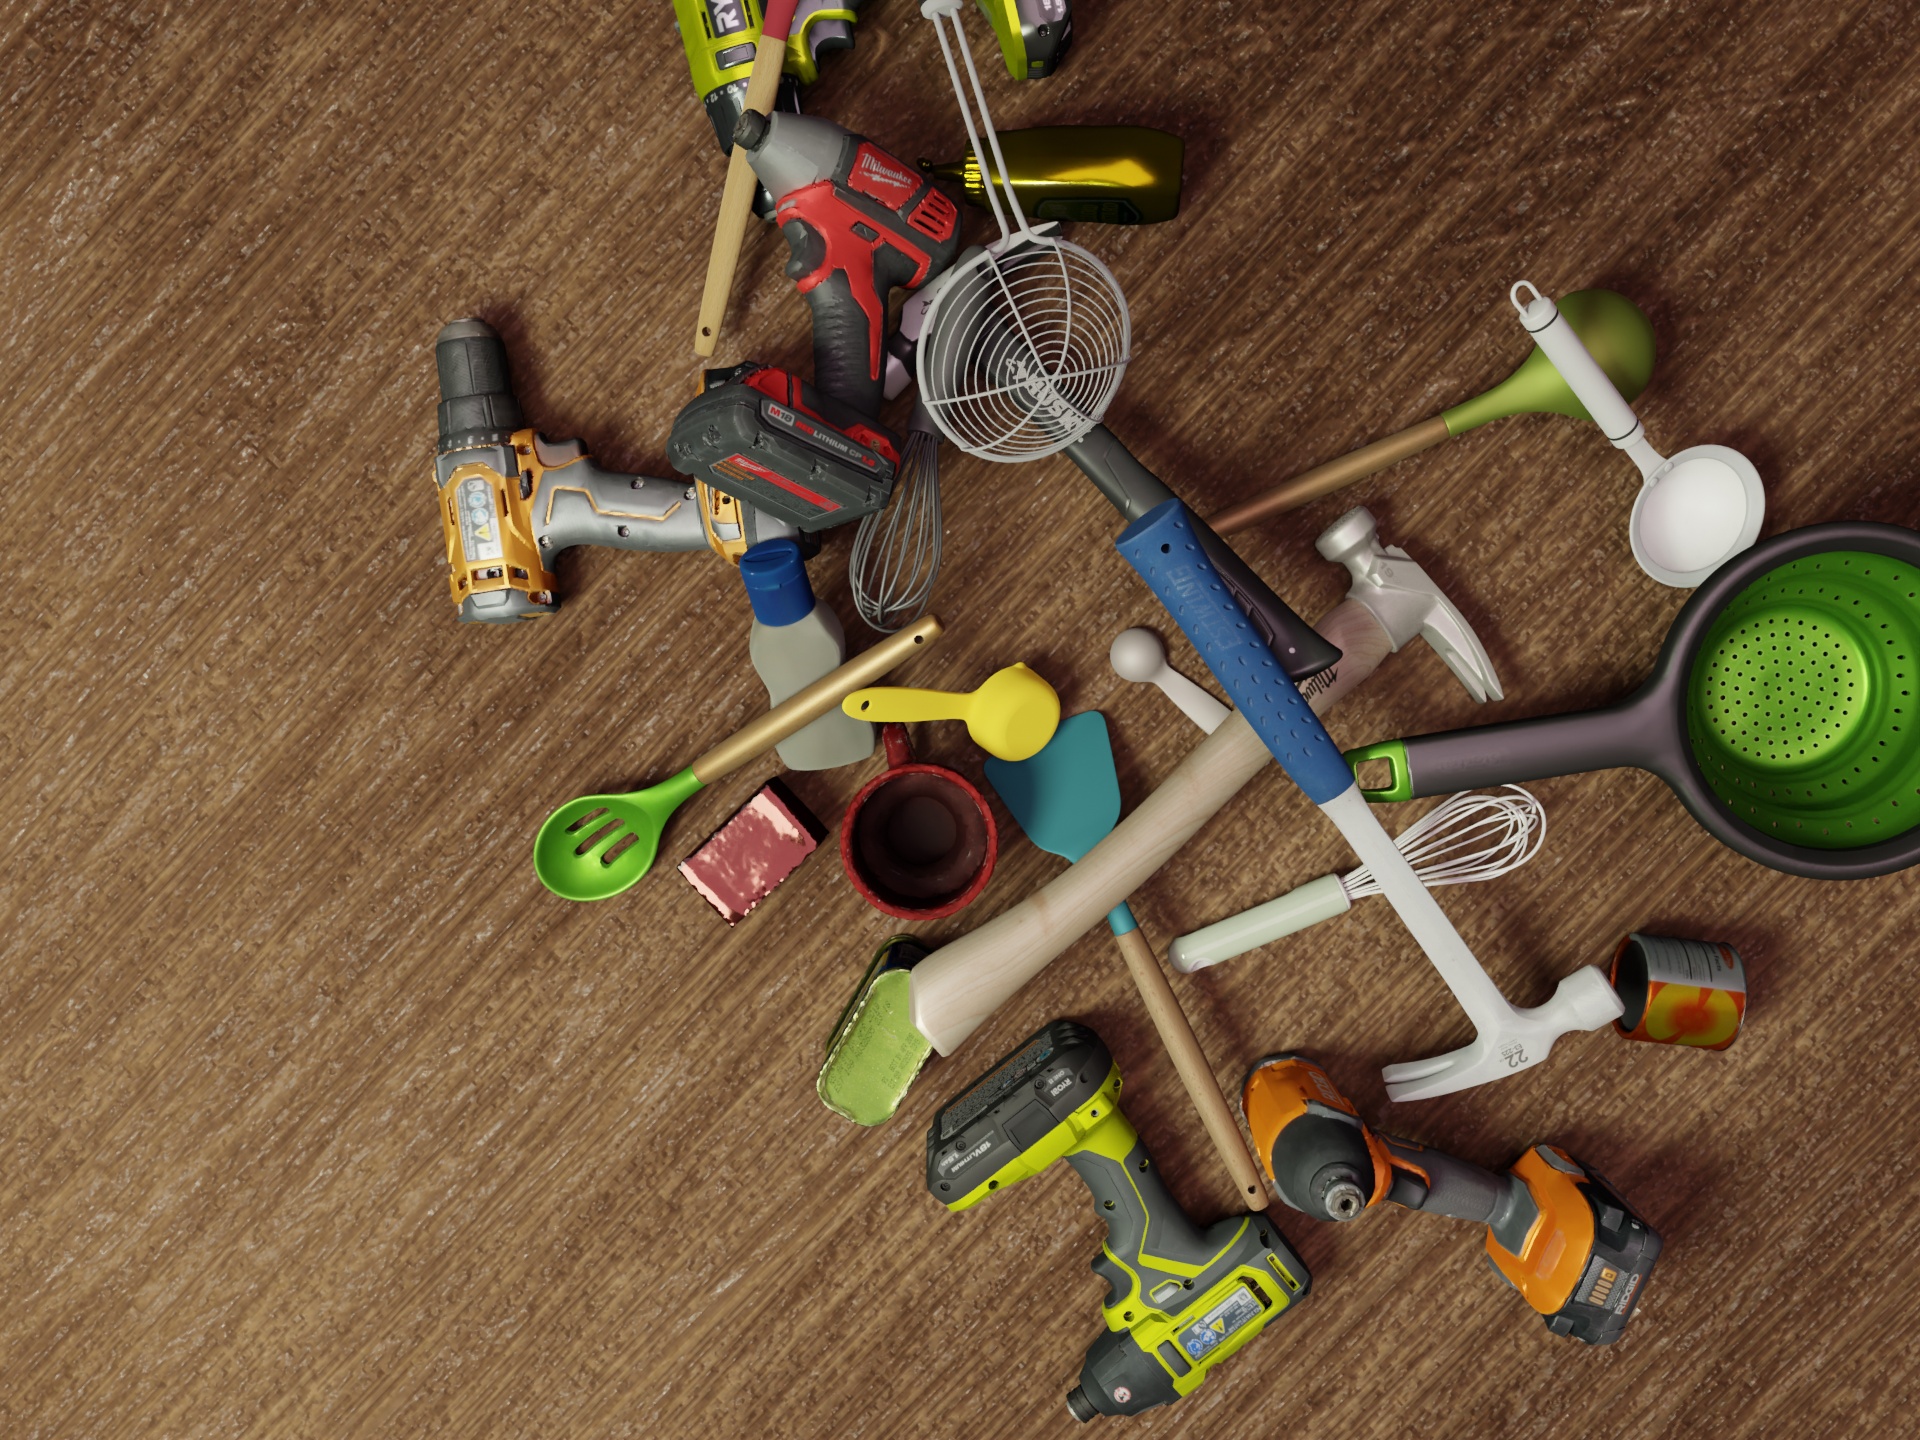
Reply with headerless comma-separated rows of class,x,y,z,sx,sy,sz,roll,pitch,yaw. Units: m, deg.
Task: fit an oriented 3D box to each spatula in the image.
spatula,0.115,0.150,0.974,0.082,0.044,0.317,-25,88,3

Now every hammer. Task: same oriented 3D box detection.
hammer,0.098,-0.149,0.941,0.146,0.035,0.335,-44,79,3
hammer,0.139,0.055,0.942,0.410,0.038,0.146,-41,92,-9
hammer,0.214,0.052,0.904,0.144,0.035,0.405,-34,105,15

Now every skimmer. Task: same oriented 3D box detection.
skimmer,0.001,-0.330,0.896,0.127,0.090,0.363,-15,85,-12

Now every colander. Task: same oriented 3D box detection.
colander,0.422,-0.002,0.946,0.397,0.094,0.204,-9,95,6

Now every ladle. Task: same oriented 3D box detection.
ladle,-0.112,-0.363,0.910,0.069,0.031,0.315,17,109,1
ladle,0.268,-0.170,0.971,0.320,0.062,0.078,-24,103,10

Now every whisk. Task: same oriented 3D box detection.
whisk,-0.017,-0.166,0.926,0.055,0.055,0.239,15,83,1
whisk,0.243,0.102,0.984,0.246,0.057,0.059,-23,58,6

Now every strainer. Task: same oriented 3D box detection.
strainer,0.393,-0.165,0.929,0.087,0.050,0.258,-45,116,7

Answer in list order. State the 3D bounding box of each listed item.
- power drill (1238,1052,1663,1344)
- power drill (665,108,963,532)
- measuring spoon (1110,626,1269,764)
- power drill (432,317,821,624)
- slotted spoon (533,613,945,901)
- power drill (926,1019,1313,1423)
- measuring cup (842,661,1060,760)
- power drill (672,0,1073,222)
power drill,0.282,0.279,0.931,0.226,0.164,0.084,22,97,-2
power drill,-0.083,-0.230,0.891,0.143,0.078,0.220,24,70,-34
measuring spoon,0.145,-0.012,0.989,0.124,0.018,0.034,39,93,-2
power drill,-0.210,-0.163,0.963,0.226,0.084,0.185,-8,92,7
slotted spoon,-0.135,0.021,0.950,0.313,0.031,0.070,-32,114,22
power drill,0.085,0.314,0.983,0.171,0.080,0.223,-39,95,3
measuring cup,-0.001,-0.003,0.940,0.029,0.156,0.062,37,116,42
power drill,-0.053,-0.415,0.944,0.228,0.080,0.190,-14,97,5
